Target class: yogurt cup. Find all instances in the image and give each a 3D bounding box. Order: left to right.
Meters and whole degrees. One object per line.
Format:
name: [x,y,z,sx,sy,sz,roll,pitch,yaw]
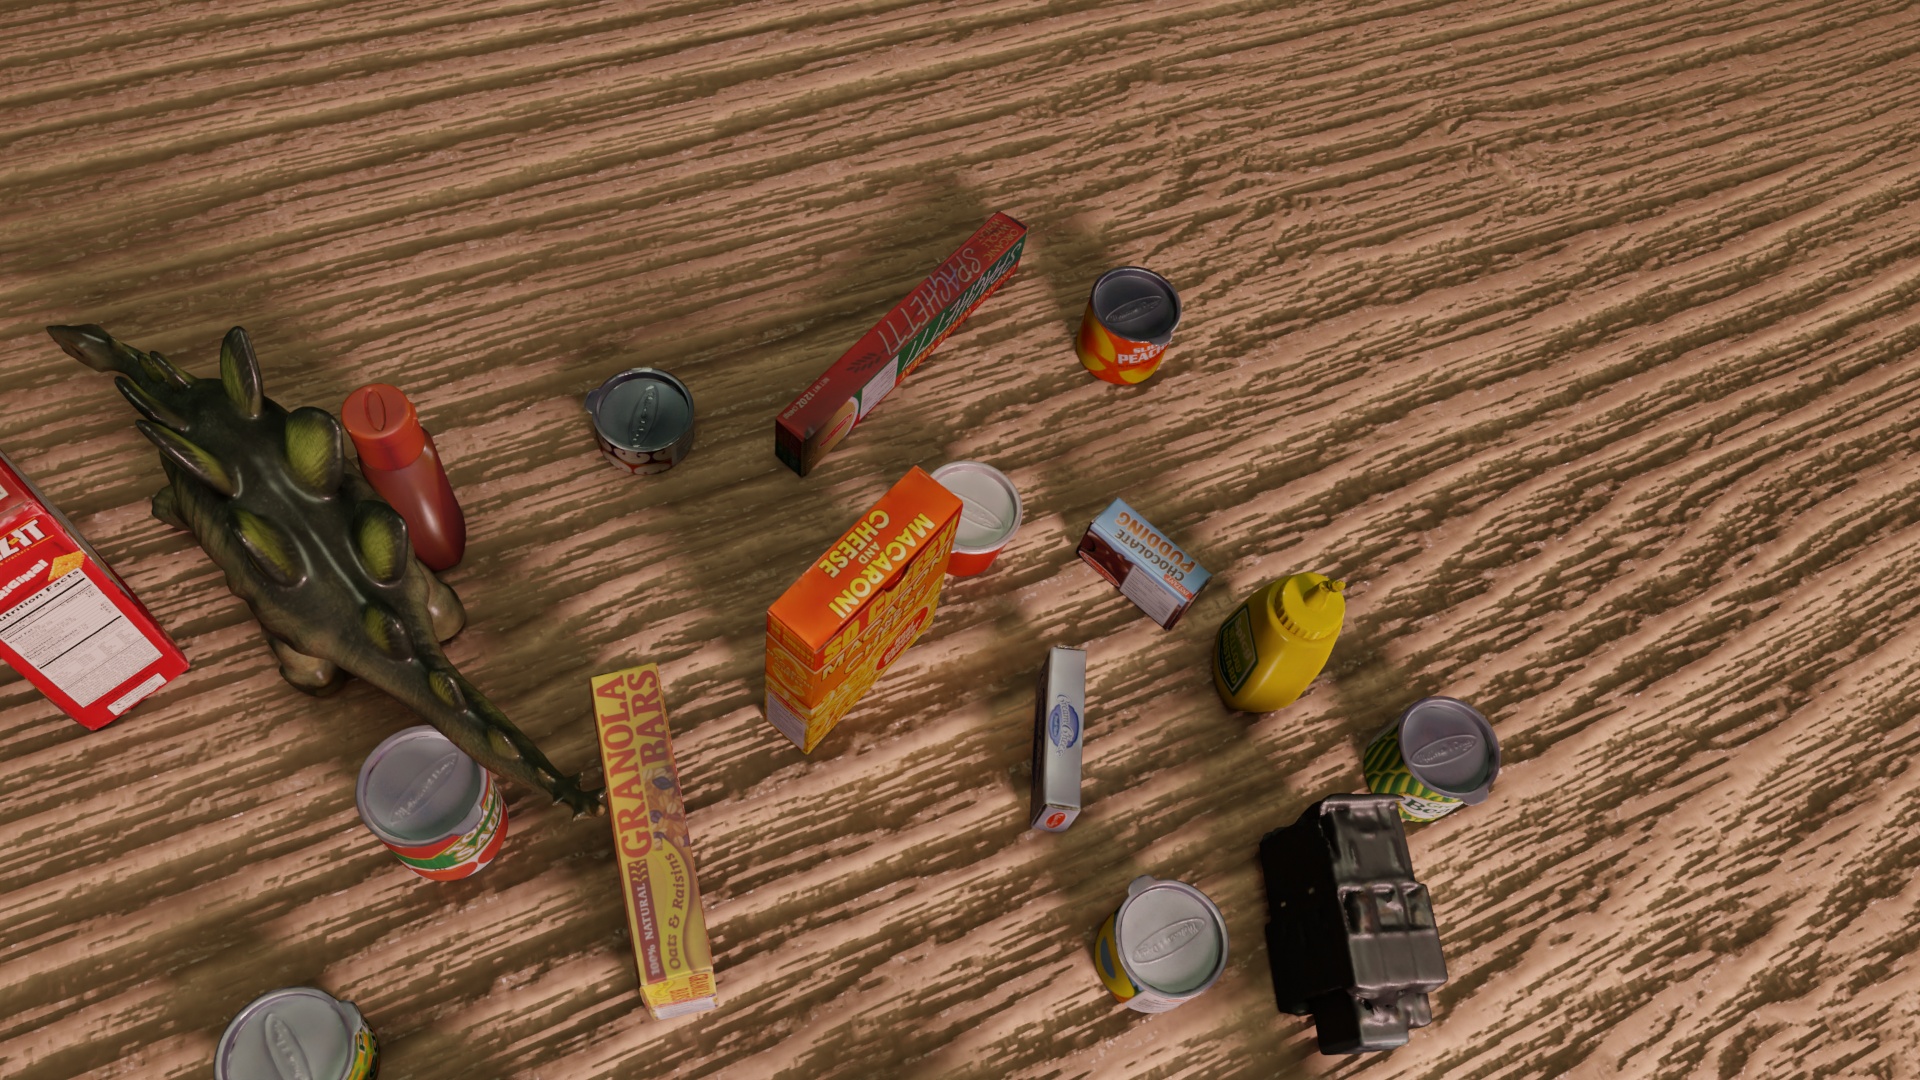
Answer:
yogurt cup: [0.003,-0.011,0.915,0.072,0.053,0.072,4,63,-7]

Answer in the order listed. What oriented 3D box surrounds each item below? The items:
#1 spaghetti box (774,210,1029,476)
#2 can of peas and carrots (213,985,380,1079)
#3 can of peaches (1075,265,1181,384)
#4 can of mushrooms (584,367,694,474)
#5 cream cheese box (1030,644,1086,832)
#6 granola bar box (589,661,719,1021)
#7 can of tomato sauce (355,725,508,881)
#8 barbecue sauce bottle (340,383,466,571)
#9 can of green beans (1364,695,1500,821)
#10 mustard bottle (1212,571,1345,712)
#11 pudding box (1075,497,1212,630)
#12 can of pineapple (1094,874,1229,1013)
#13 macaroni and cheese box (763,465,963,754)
spaghetti box: [-0.038,-0.143,0.978,0.029,0.050,0.251,37,64,11]
can of peas and carrots: [-0.337,0.267,0.716,0.071,0.058,0.071,4,63,-7]
can of peaches: [0.122,-0.153,1.003,0.071,0.057,0.071,4,63,-7]
can of mushrooms: [-0.214,-0.080,0.928,0.071,0.033,0.071,4,63,-7]
cream cheese box: [0.060,0.122,0.854,0.024,0.053,0.104,7,62,-5]
granola bar box: [-0.167,0.167,0.756,0.039,0.123,0.166,-10,65,-14]
can of tomato sauce: [-0.289,0.148,0.770,0.071,0.082,0.071,4,63,-7]
barbecue sauce bottle: [-0.329,-0.039,0.824,0.044,0.147,0.065,-15,67,-16]
can of green beans: [0.297,0.139,0.880,0.071,0.057,0.071,4,63,-7]
mustard bottle: [0.198,0.055,0.850,0.049,0.159,0.065,-2,64,-10]
pudding box: [0.120,0.016,0.921,0.084,0.049,0.030,41,65,12]
can of pineapple: [0.115,0.233,0.803,0.071,0.057,0.071,4,63,-7]
macaroni and cheese box: [-0.059,0.045,0.812,0.040,0.165,0.124,39,64,11]
